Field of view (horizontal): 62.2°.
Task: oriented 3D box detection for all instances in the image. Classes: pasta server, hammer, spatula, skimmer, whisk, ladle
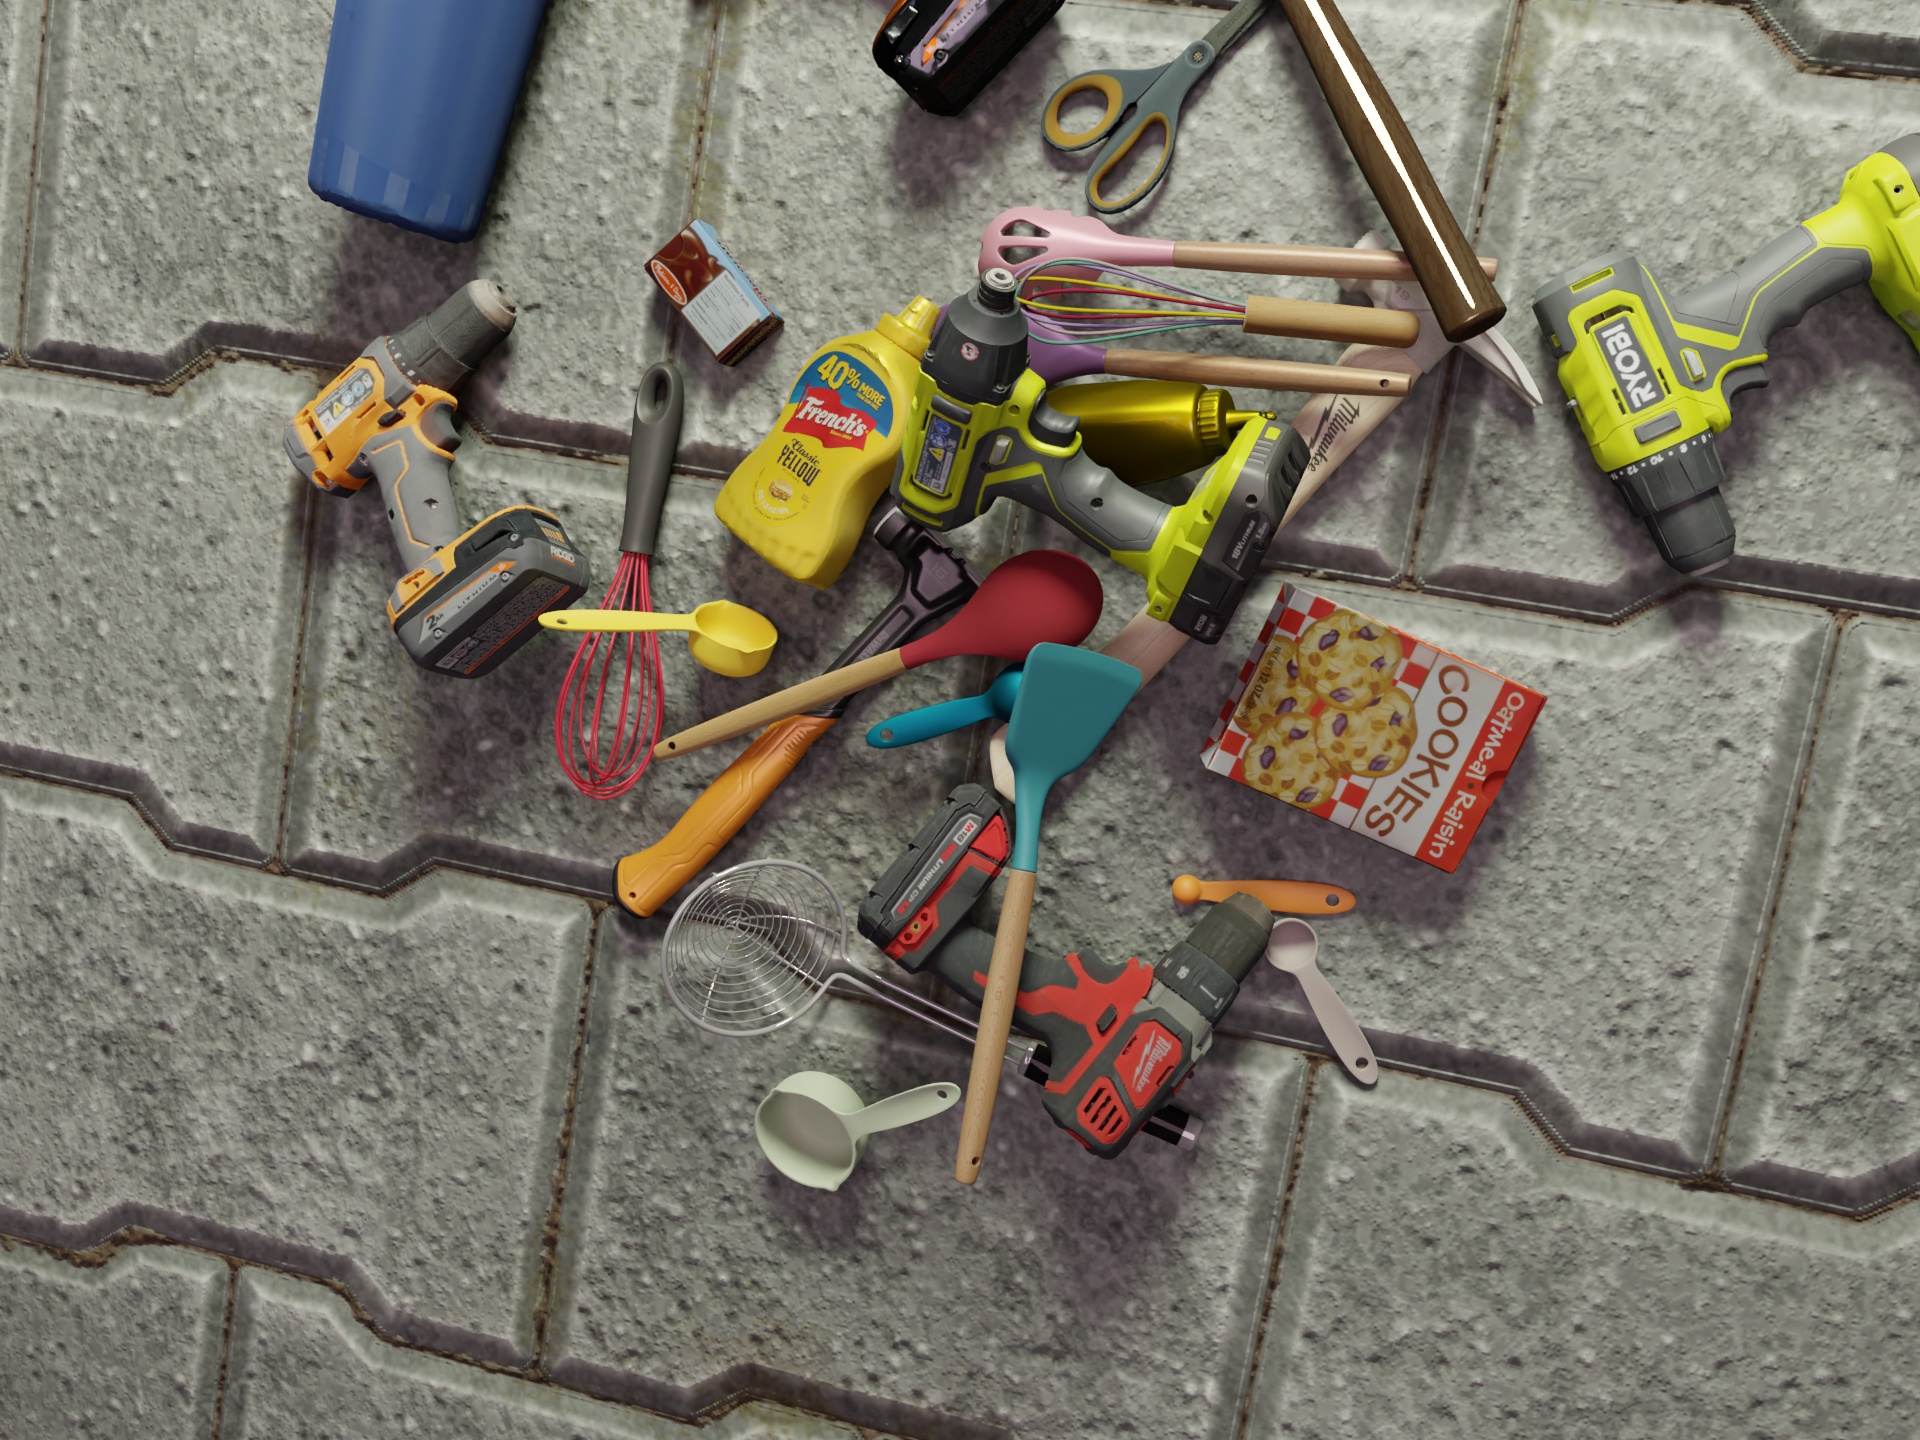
[{"bbox_3d":[0.157,-0.277,0.957,0.316,0.040,0.060,8,93,17],"label":"pasta server"},{"bbox_3d":[0.171,-0.097,0.994,0.146,0.038,0.410,41,102,3],"label":"hammer"},{"bbox_3d":[0.228,-0.366,0.918,0.130,0.031,0.331,-25,76,11],"label":"hammer"},{"bbox_3d":[0.115,-0.221,0.975,0.316,0.018,0.059,11,101,21],"label":"spatula"},{"bbox_3d":[-0.108,0.017,1.060,0.337,0.034,0.127,-45,85,12],"label":"hammer"},{"bbox_3d":[-0.016,0.202,1.032,0.363,0.090,0.127,24,97,8],"label":"skimmer"},{"bbox_3d":[0.146,-0.239,0.936,0.245,0.047,0.051,7,96,4],"label":"whisk"},{"bbox_3d":[-0.059,-0.032,1.016,0.315,0.031,0.069,-21,83,15],"label":"ladle"},{"bbox_3d":[0.037,0.115,0.934,0.082,0.044,0.317,14,83,-32],"label":"spatula"},{"bbox_3d":[-0.221,-0.093,1.062,0.073,0.073,0.296,10,91,10],"label":"whisk"}]

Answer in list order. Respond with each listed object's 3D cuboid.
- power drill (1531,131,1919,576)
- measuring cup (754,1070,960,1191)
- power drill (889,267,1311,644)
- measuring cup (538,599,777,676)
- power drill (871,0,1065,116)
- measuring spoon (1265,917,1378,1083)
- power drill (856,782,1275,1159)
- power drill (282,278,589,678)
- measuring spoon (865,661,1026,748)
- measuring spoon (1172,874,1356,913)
[{"bbox_3d":[0.468,-0.207,0.904,0.228,0.080,0.190,-25,90,15],"label":"power drill"},{"bbox_3d":[-0.061,0.257,1.052,0.167,0.038,0.083,-25,100,29],"label":"measuring cup"},{"bbox_3d":[0.077,-0.151,0.916,0.223,0.080,0.171,26,139,6],"label":"power drill"},{"bbox_3d":[-0.195,-0.053,1.028,0.156,0.062,0.029,1,126,-27],"label":"measuring cup"},{"bbox_3d":[-0.061,-0.484,0.979,0.164,0.084,0.226,-43,82,12],"label":"power drill"},{"bbox_3d":[0.233,0.180,1.022,0.034,0.018,0.124,-31,96,6],"label":"measuring spoon"},{"bbox_3d":[0.067,0.135,0.993,0.227,0.080,0.188,40,82,3],"label":"power drill"},{"bbox_3d":[-0.332,-0.165,1.049,0.185,0.084,0.226,-37,72,12],"label":"power drill"},{"bbox_3d":[-0.002,-0.003,1.007,0.128,0.021,0.042,-16,94,11],"label":"measuring spoon"},{"bbox_3d":[0.194,0.113,1.021,0.117,0.011,0.021,3,96,11],"label":"measuring spoon"}]
